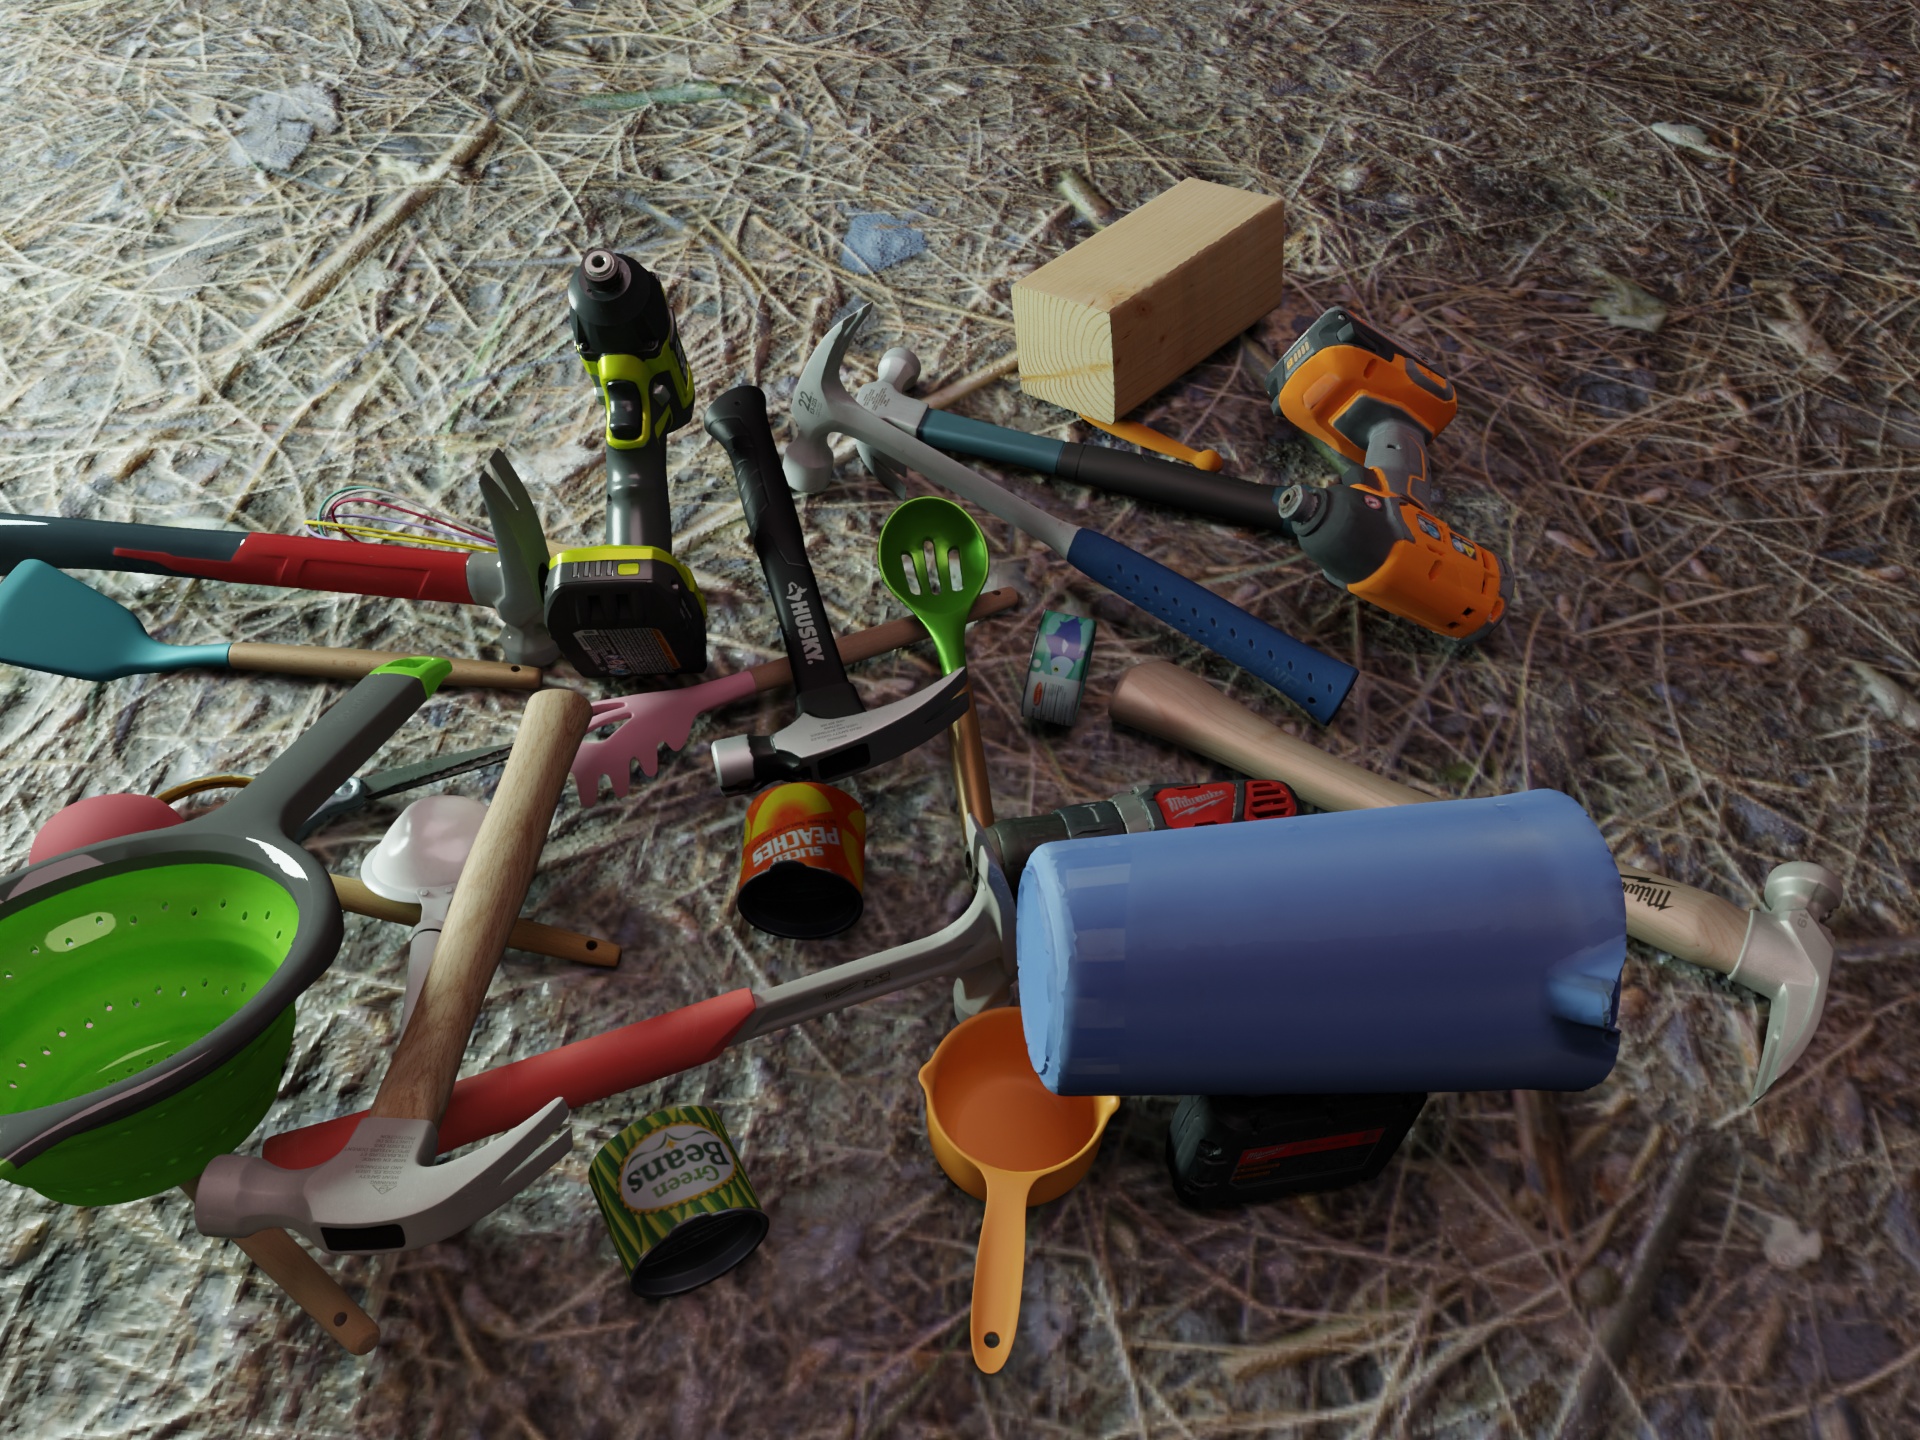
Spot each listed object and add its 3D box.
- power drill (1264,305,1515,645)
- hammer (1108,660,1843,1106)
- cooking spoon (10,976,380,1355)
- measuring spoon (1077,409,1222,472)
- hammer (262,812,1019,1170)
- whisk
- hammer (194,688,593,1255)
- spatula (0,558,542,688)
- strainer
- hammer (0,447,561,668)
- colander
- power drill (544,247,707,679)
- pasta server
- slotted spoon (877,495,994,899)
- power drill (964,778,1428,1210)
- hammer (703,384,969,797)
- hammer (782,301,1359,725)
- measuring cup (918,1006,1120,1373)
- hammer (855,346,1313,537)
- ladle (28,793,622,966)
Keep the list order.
[{"bbox_3d":[0.264,-0.165,1.032,0.164,0.084,0.227,22,45,-24],"label":"power drill"},{"bbox_3d":[0.271,0.068,0.894,0.411,0.038,0.146,23,53,16],"label":"hammer"},{"bbox_3d":[-0.363,0.194,0.727,0.319,0.017,0.069,25,58,31],"label":"cooking spoon"},{"bbox_3d":[0.134,-0.205,1.136,0.117,0.011,0.021,27,53,19],"label":"measuring spoon"},{"bbox_3d":[-0.144,0.149,0.745,0.359,0.149,0.037,-17,49,-9],"label":"hammer"},{"bbox_3d":[-0.293,-0.109,1.012,0.245,0.047,0.051,9,61,-1],"label":"whisk"},{"bbox_3d":[-0.219,0.095,0.732,0.130,0.031,0.332,3,39,1],"label":"hammer"},{"bbox_3d":[-0.409,-0.043,0.944,0.317,0.044,0.082,4,46,-1],"label":"spatula"},{"bbox_3d":[-0.257,0.100,0.779,0.087,0.050,0.259,-7,34,-9],"label":"strainer"},{"bbox_3d":[-0.435,-0.109,0.949,0.386,0.143,0.038,6,46,7],"label":"hammer"},{"bbox_3d":[-0.345,0.098,0.758,0.204,0.094,0.397,3,32,15],"label":"colander"},{"bbox_3d":[-0.195,-0.148,0.928,0.080,0.171,0.223,-3,75,-1],"label":"power drill"},{"bbox_3d":[-0.102,-0.026,0.961,0.316,0.040,0.060,-20,53,-24],"label":"pasta server"},{"bbox_3d":[-0.001,-0.003,0.927,0.070,0.031,0.314,-5,57,-6],"label":"slotted spoon"},{"bbox_3d":[0.113,0.124,0.805,0.188,0.080,0.227,-5,46,-14],"label":"power drill"},{"bbox_3d":[-0.101,-0.097,0.967,0.146,0.035,0.335,-14,49,-8],"label":"hammer"},{"bbox_3d":[0.064,-0.120,0.998,0.405,0.144,0.035,31,46,14],"label":"hammer"},{"bbox_3d":[0.021,0.221,0.737,0.095,0.052,0.174,7,51,3],"label":"measuring cup"},{"bbox_3d":[0.084,-0.179,1.097,0.331,0.033,0.128,15,49,9],"label":"hammer"},{"bbox_3d":[-0.332,0.090,0.831,0.315,0.031,0.069,13,53,-1],"label":"ladle"}]
